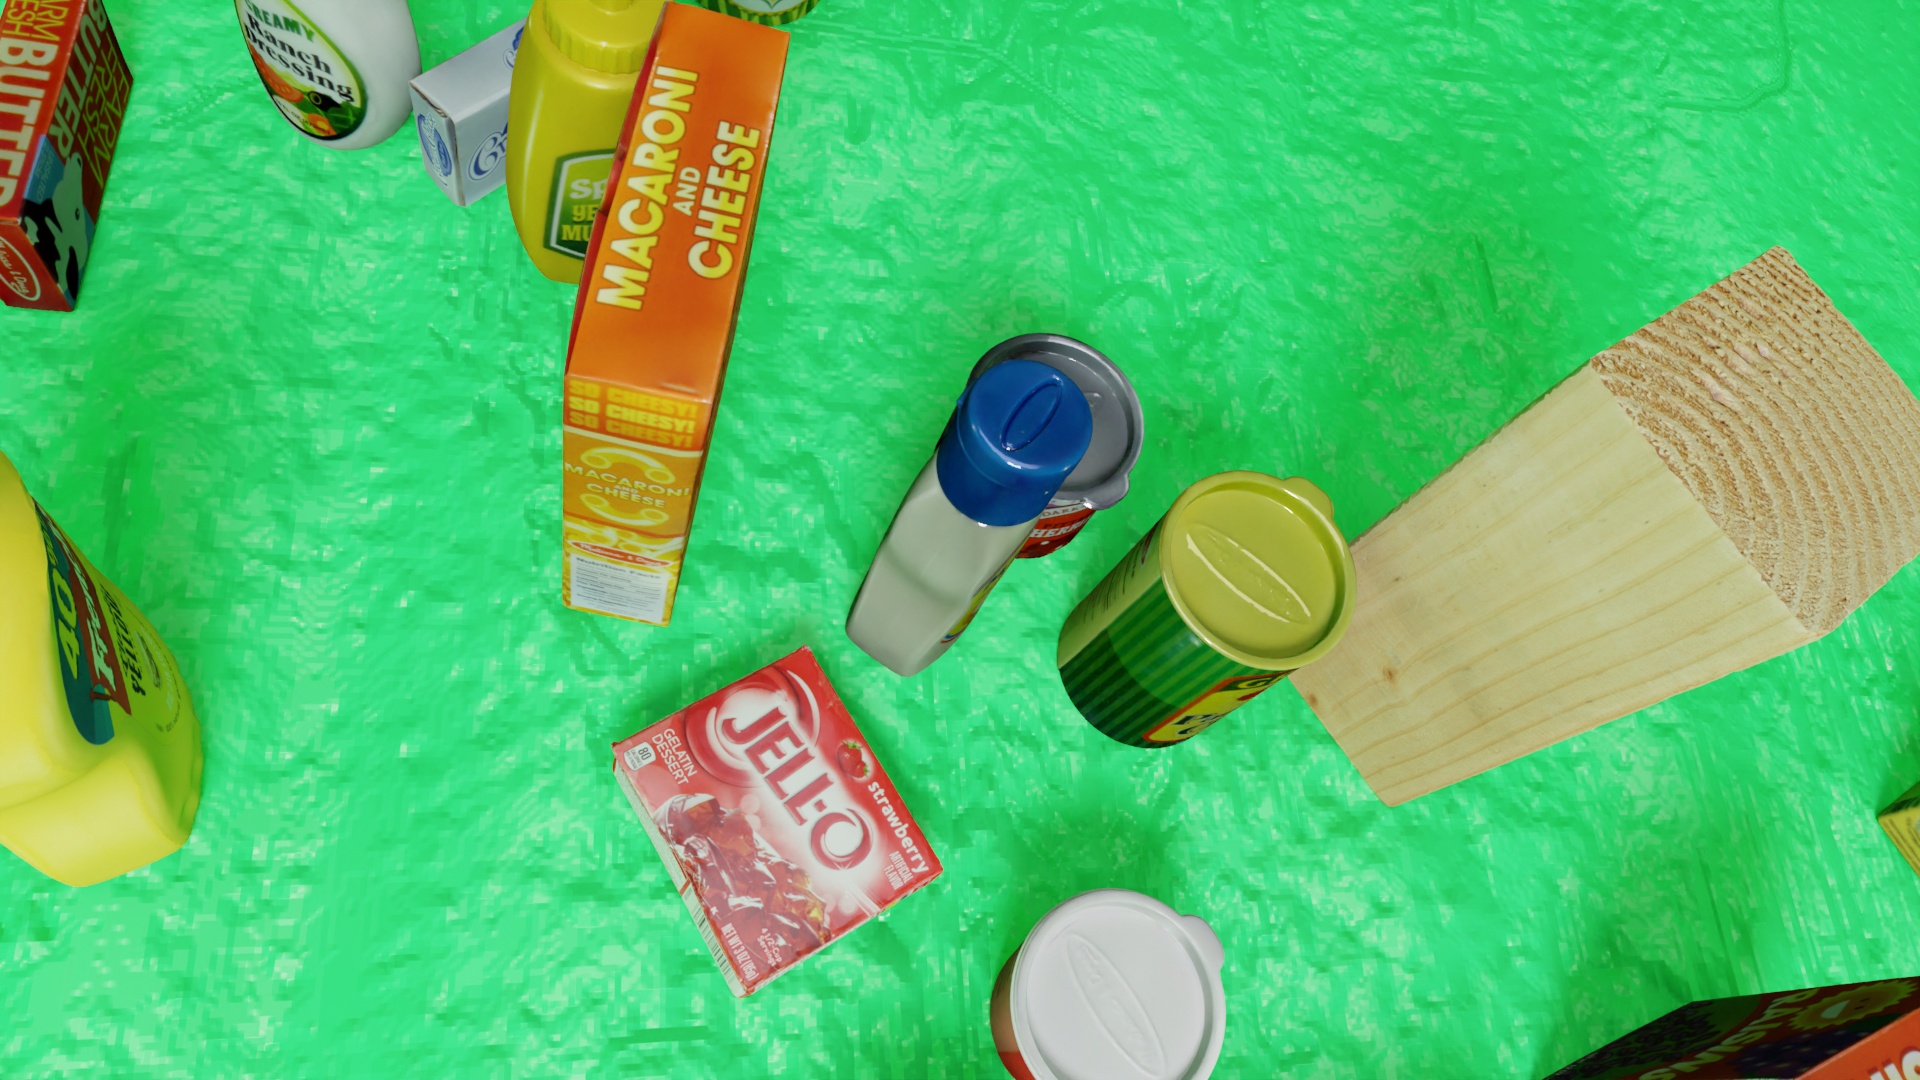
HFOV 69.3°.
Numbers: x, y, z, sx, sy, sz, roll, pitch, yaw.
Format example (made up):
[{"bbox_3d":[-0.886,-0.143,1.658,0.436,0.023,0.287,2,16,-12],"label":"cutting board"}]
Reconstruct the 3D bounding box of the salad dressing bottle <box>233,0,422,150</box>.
[{"bbox_3d":[-0.216,-0.193,0.464,0.064,0.147,0.044,32,63,0],"label":"salad dressing bottle"}]

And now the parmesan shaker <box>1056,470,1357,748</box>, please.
[{"bbox_3d":[0.082,0.026,0.475,0.071,0.102,0.071,6,66,-13],"label":"parmesan shaker"}]

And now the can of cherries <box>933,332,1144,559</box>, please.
[{"bbox_3d":[0.027,-0.031,0.510,0.071,0.058,0.072,6,66,-13],"label":"can of cherries"}]

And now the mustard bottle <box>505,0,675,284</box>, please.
[{"bbox_3d":[-0.119,-0.145,0.463,0.065,0.159,0.049,-11,71,-19],"label":"mustard bottle"}]

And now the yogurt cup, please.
[{"bbox_3d":[0.042,0.148,0.438,0.072,0.053,0.072,6,66,-13],"label":"yogurt cup"}]

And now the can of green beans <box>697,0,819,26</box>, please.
[{"bbox_3d":[-0.084,-0.259,0.580,0.071,0.057,0.071,6,66,-13],"label":"can of green beans"}]

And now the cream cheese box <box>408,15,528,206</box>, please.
[{"bbox_3d":[-0.156,-0.172,0.524,0.024,0.053,0.104,44,63,6],"label":"cream cheese box"}]

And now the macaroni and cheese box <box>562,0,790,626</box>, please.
[{"bbox_3d":[-0.092,-0.059,0.429,0.040,0.165,0.124,12,65,-10],"label":"macaroni and cheese box"}]

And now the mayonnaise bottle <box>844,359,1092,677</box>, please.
[{"bbox_3d":[0.002,-0.006,0.441,0.041,0.147,0.065,37,63,2],"label":"mayonnaise bottle"}]

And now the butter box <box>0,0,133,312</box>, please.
[{"bbox_3d":[-0.307,-0.135,0.466,0.024,0.053,0.104,4,66,-14],"label":"butter box"}]

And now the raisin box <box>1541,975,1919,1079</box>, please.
[{"bbox_3d":[0.258,0.177,0.445,0.086,0.123,0.040,-15,72,-21],"label":"raisin box"}]
